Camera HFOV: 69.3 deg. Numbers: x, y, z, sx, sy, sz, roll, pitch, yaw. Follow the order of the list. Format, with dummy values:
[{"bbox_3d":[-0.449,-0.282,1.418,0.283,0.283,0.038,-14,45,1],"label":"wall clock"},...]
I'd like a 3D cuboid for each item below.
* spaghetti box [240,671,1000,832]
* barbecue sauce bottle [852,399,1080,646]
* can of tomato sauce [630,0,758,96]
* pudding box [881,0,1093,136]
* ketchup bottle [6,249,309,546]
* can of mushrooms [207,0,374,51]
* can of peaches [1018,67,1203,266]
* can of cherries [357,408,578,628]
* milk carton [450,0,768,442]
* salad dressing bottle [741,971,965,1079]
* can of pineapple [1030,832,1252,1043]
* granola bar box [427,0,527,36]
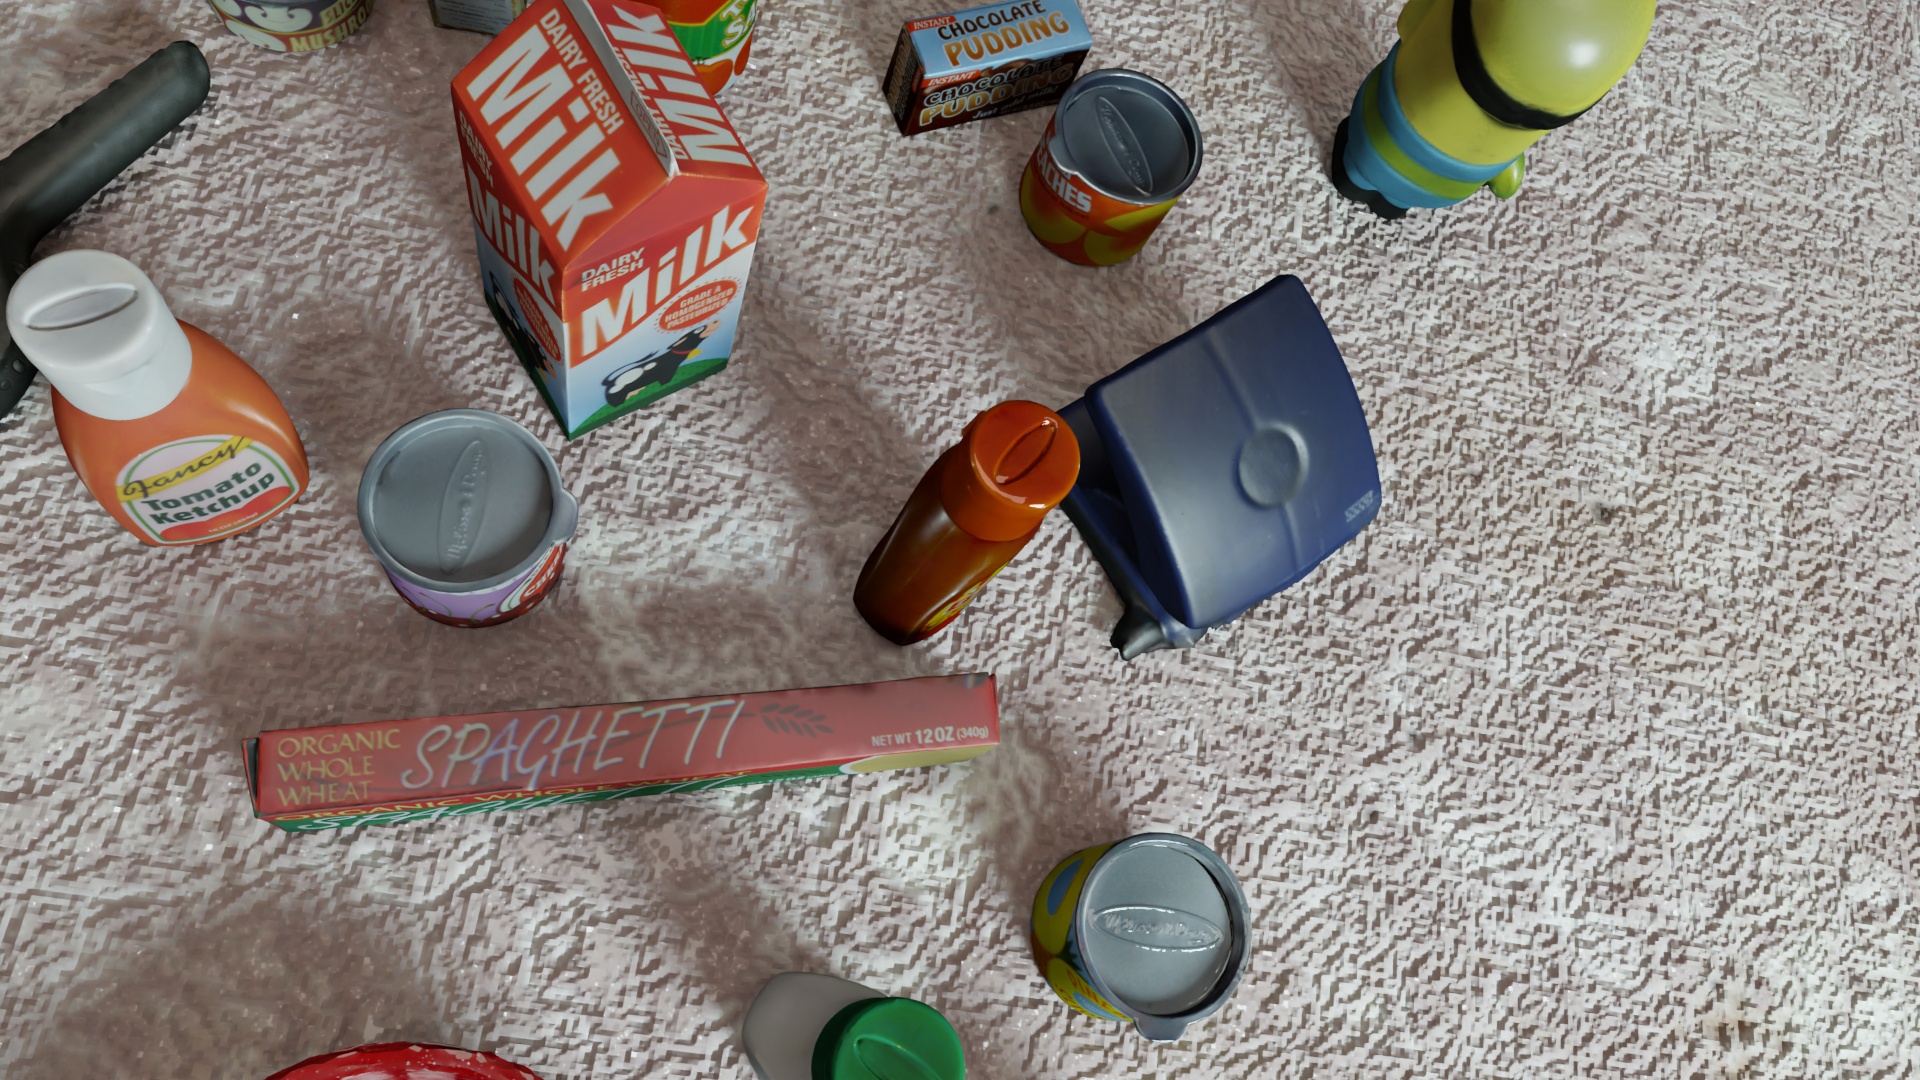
[{"bbox_3d":[-0.111,0.074,0.490,0.250,0.050,0.029,-3,74,-16],"label":"spaghetti box"},{"bbox_3d":[0.002,-0.006,0.493,0.043,0.148,0.065,43,68,2],"label":"barbecue sauce bottle"},{"bbox_3d":[-0.113,-0.231,0.571,0.071,0.082,0.071,4,72,-13],"label":"can of tomato sauce"},{"bbox_3d":[0.012,-0.212,0.615,0.084,0.049,0.030,-18,78,-19],"label":"pudding box"},{"bbox_3d":[-0.252,-0.042,0.438,0.065,0.148,0.043,-25,81,-20],"label":"ketchup bottle"},{"bbox_3d":[-0.269,-0.231,0.557,0.071,0.033,0.071,4,72,-13],"label":"can of mushrooms"},{"bbox_3d":[0.062,-0.161,0.608,0.071,0.058,0.071,4,72,-13],"label":"can of peaches"},{"bbox_3d":[-0.173,-0.005,0.495,0.071,0.058,0.071,4,72,-13],"label":"can of cherries"},{"bbox_3d":[-0.119,-0.109,0.472,0.074,0.190,0.072,-29,82,-21],"label":"milk carton"},{"bbox_3d":[-0.033,0.160,0.430,0.064,0.147,0.044,35,68,-2],"label":"salad dressing bottle"},{"bbox_3d":[0.064,0.144,0.509,0.071,0.057,0.071,4,72,-13],"label":"can of pineapple"},{"bbox_3d":[-0.188,-0.308,0.554,0.039,0.123,0.166,6,71,-13],"label":"granola bar box"}]
